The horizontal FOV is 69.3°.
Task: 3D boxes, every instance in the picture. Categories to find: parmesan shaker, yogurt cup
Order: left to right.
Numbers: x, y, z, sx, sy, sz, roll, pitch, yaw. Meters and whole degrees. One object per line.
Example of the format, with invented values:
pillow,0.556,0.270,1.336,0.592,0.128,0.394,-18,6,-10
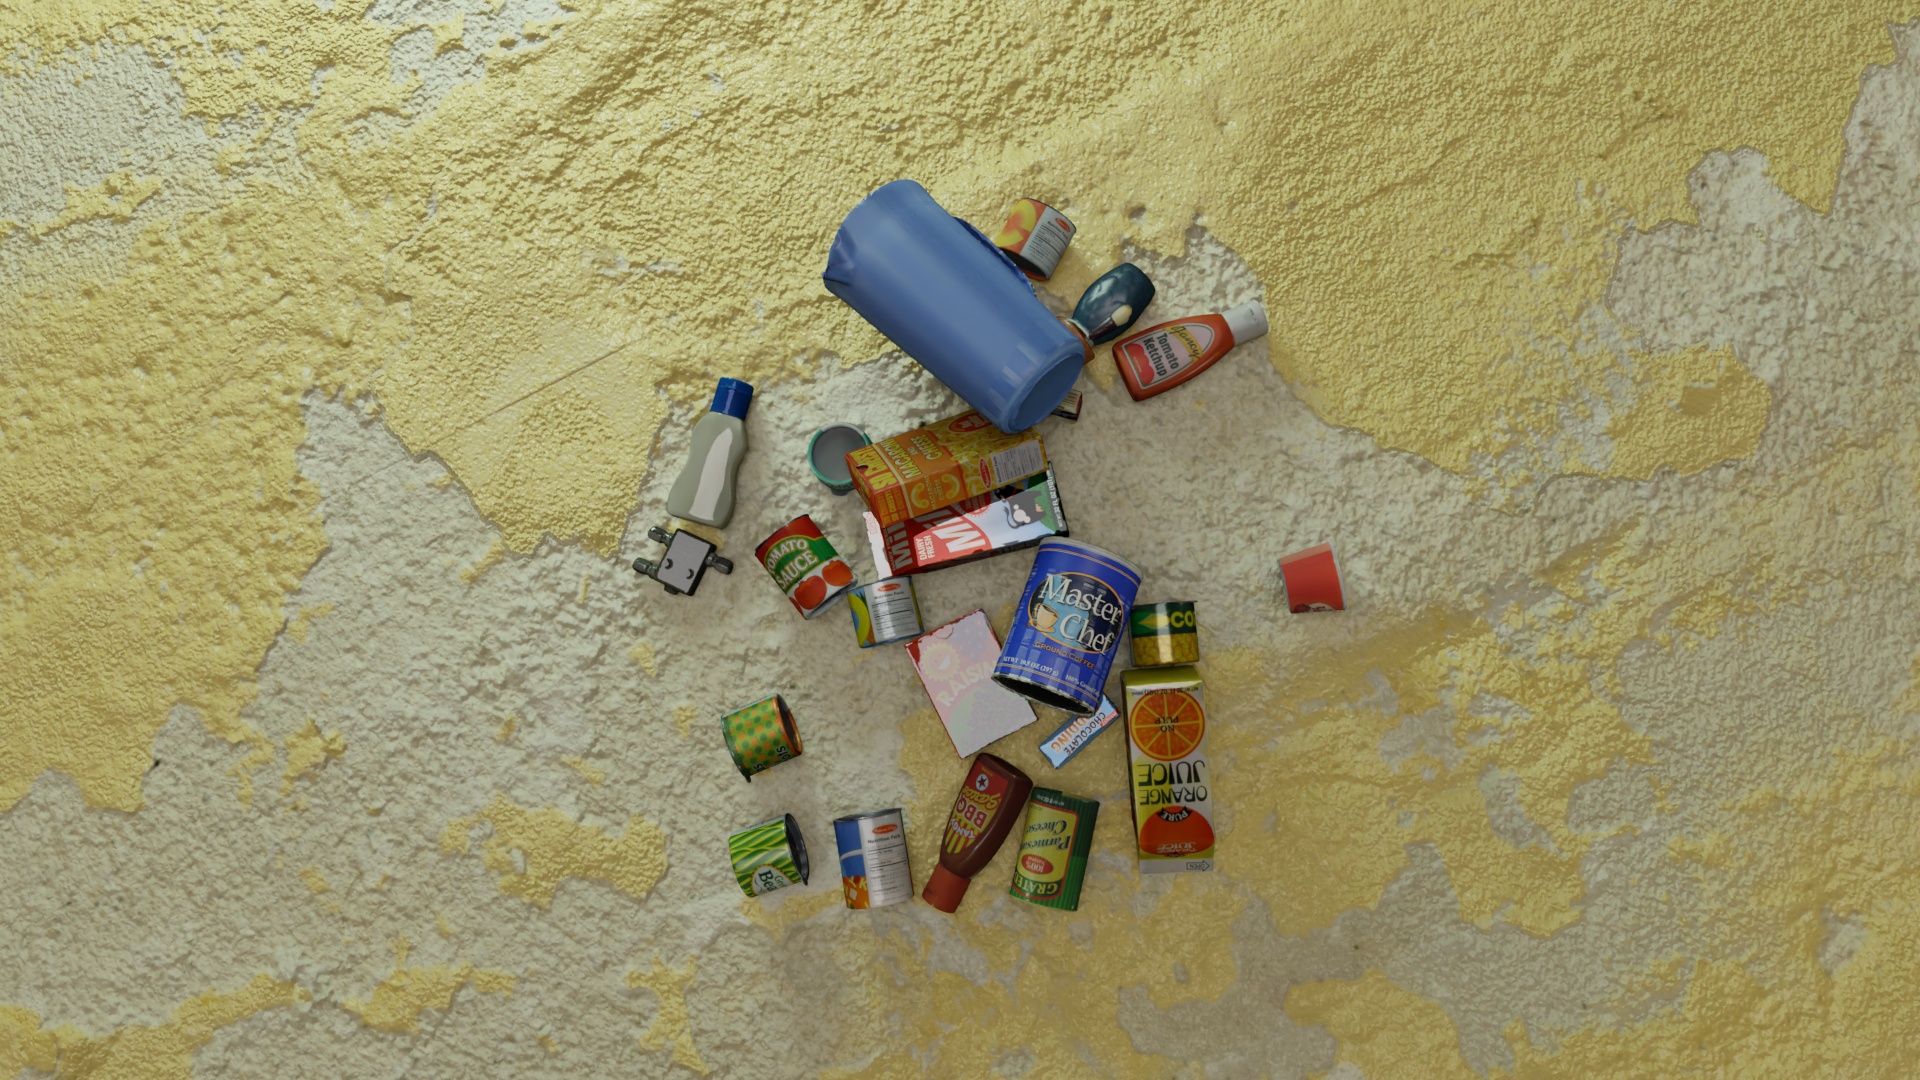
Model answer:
parmesan shaker,0.086,0.289,1.310,0.071,0.071,0.103,12,84,6
yogurt cup,0.335,0.038,1.324,0.054,0.072,0.072,-12,82,11

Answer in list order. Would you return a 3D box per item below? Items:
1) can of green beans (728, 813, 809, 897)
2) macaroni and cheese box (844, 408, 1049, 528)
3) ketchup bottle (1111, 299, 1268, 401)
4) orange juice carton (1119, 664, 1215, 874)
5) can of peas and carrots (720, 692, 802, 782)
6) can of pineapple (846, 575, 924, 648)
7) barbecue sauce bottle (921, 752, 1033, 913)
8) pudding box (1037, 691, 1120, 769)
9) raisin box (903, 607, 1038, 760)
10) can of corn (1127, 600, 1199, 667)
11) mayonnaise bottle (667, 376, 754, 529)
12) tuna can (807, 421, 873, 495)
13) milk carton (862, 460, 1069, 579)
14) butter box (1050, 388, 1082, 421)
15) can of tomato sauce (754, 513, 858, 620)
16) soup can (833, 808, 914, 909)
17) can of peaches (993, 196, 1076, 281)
can of green beans,-0.182,0.301,1.326,0.058,0.071,0.071,-19,82,2
macaroni and cheese box,-0.016,-0.076,1.319,0.167,0.124,0.040,-20,115,-10
ketchup bottle,0.228,-0.193,1.370,0.149,0.043,0.065,-23,82,1
orange juice carton,0.194,0.218,1.295,0.072,0.073,0.192,-5,96,3
can of peas and carrots,-0.191,0.190,1.341,0.059,0.071,0.071,-23,82,1
can of pineapple,-0.073,0.070,1.349,0.071,0.071,0.058,-14,83,2
barbecue sauce bottle,0.012,0.280,1.321,0.065,0.043,0.148,28,92,48
pudding box,0.114,0.182,1.328,0.084,0.049,0.030,-41,81,-1
raisin box,0.011,0.138,1.346,0.086,0.040,0.123,-27,81,1
can of corn,0.195,0.089,1.324,0.071,0.071,0.058,-5,84,4
mayonnaise bottle,-0.244,-0.089,1.393,0.065,0.041,0.148,15,83,4
tuna can,-0.119,-0.082,1.386,0.071,0.033,0.071,-1,82,4
milk carton,0.005,-0.017,1.349,0.191,0.073,0.072,-14,83,3
butter box,0.069,-0.146,1.371,0.103,0.053,0.024,17,87,7
can of tomato sauce,-0.151,0.027,1.356,0.071,0.071,0.083,-38,83,-1
soup can,-0.083,0.302,1.321,0.071,0.071,0.084,-10,83,3
can of peaches,0.072,-0.300,1.385,0.071,0.071,0.058,28,86,7
